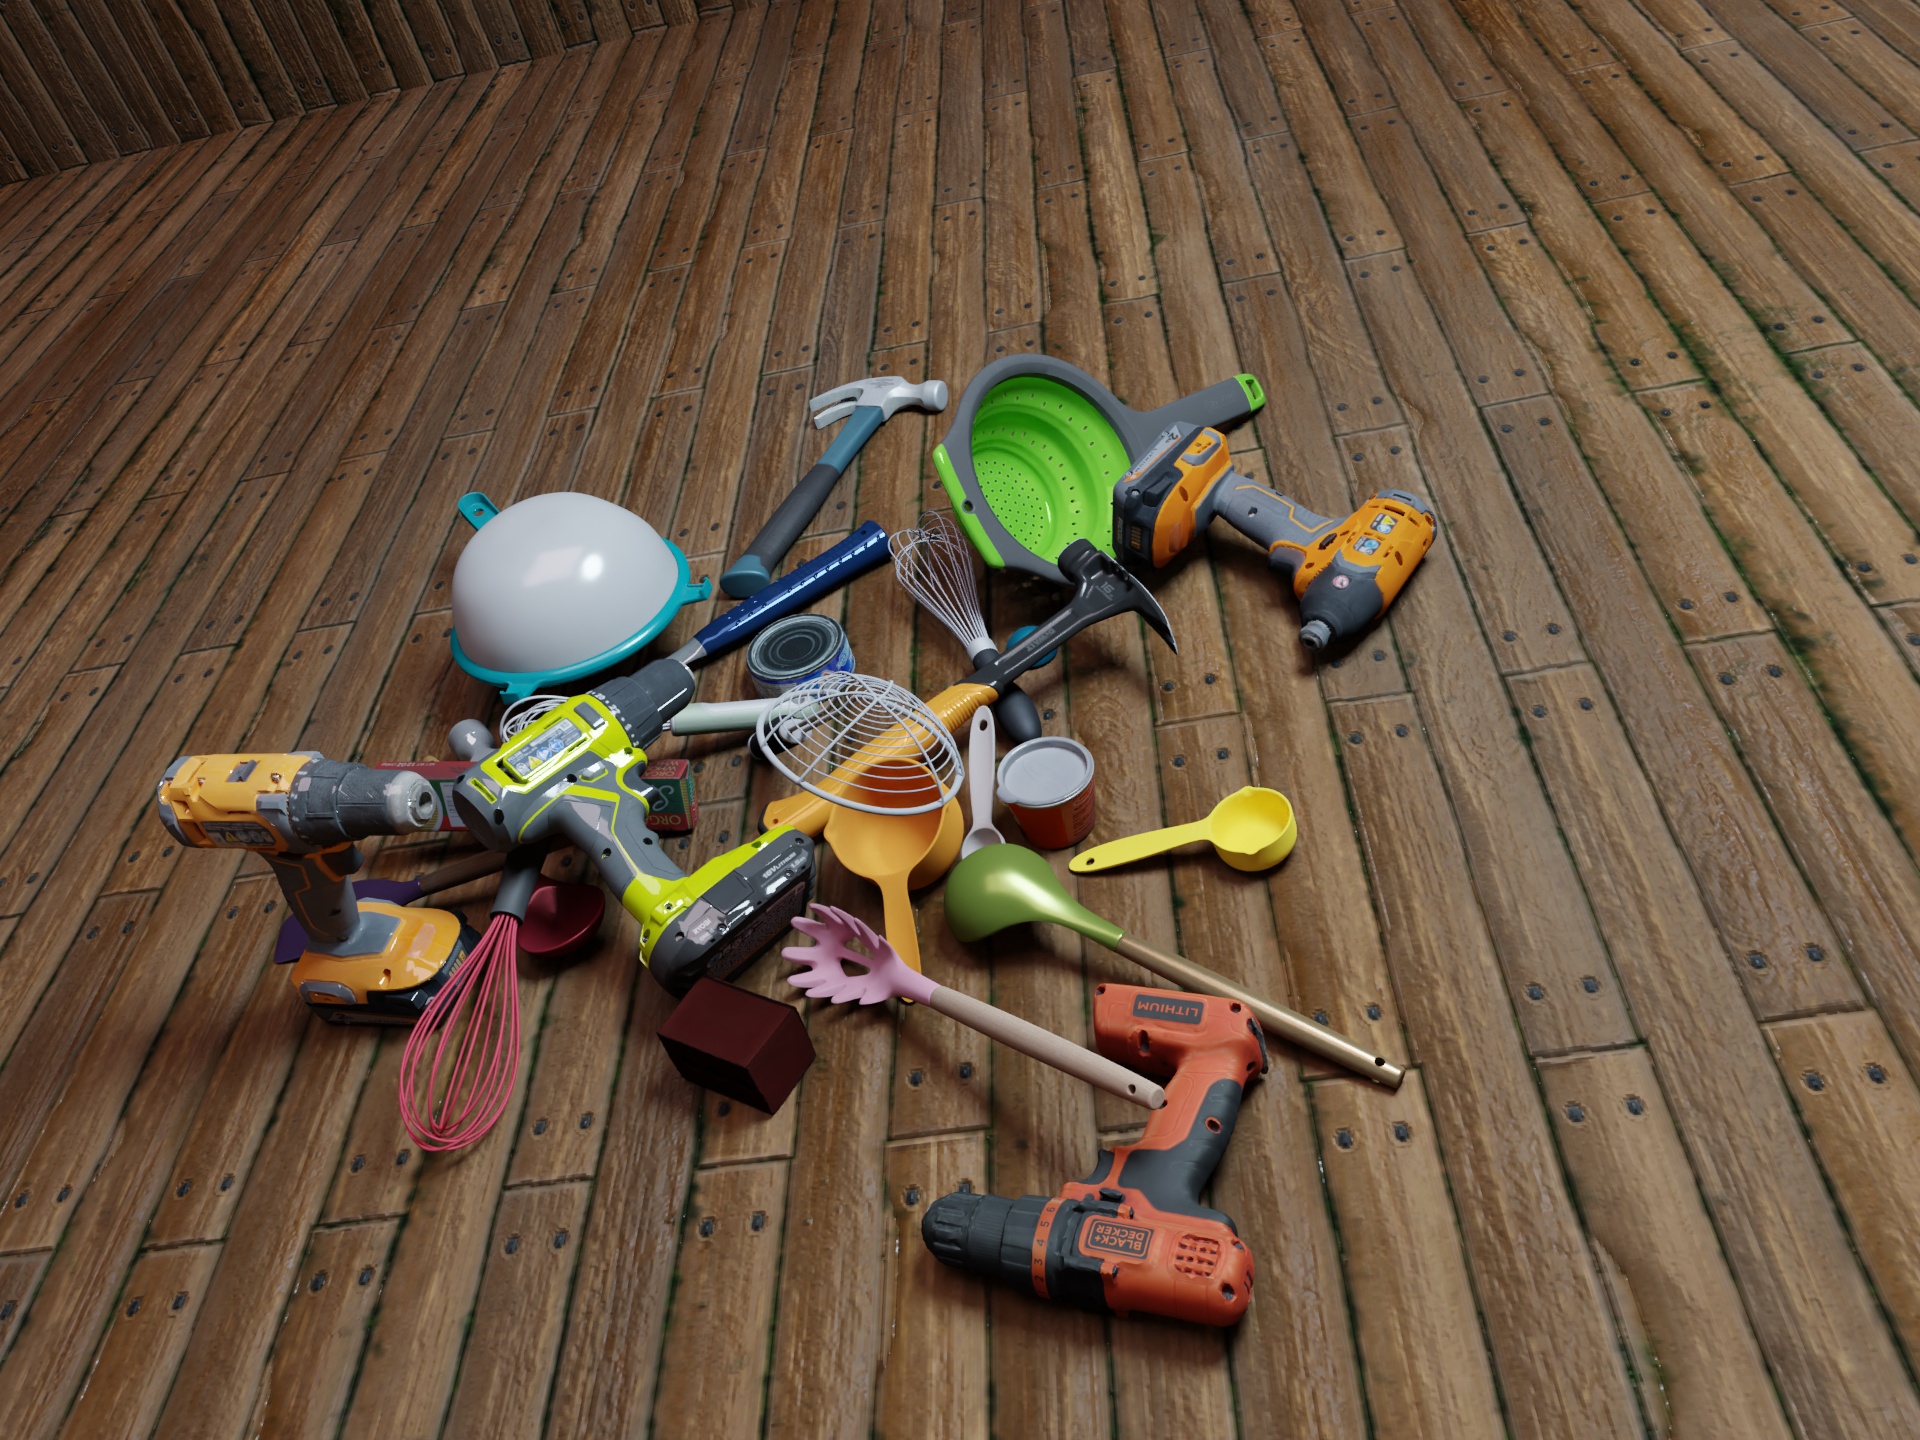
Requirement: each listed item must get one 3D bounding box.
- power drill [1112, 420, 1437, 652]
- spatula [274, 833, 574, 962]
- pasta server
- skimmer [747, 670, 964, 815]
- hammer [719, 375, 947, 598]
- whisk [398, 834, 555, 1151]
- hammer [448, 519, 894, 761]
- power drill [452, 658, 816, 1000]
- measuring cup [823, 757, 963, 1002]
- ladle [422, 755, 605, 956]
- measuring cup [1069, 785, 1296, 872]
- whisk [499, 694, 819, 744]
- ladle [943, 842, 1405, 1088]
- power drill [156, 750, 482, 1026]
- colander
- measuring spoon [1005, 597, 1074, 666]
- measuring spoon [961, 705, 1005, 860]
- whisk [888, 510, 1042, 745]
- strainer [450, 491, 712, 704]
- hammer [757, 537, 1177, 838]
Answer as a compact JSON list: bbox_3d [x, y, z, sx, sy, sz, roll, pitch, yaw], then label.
[{"bbox_3d":[0.233,-0.138,1.235,0.227,0.084,0.164,24,54,24],"label":"power drill"},{"bbox_3d":[-0.377,0.114,1.185,0.316,0.018,0.060,-19,45,12],"label":"spatula"},{"bbox_3d":[-0.002,0.174,0.957,0.316,0.040,0.060,14,87,49],"label":"pasta server"},{"bbox_3d":[-0.102,0.029,1.074,0.127,0.363,0.090,9,81,-18],"label":"skimmer"},{"bbox_3d":[-0.132,-0.228,1.510,0.128,0.033,0.331,8,46,25],"label":"hammer"},{"bbox_3d":[-0.317,0.153,1.088,0.073,0.073,0.296,-4,52,15],"label":"whisk"},{"bbox_3d":[-0.226,-0.054,1.342,0.405,0.035,0.144,-34,43,-19],"label":"hammer"},{"bbox_3d":[-0.209,0.065,1.103,0.229,0.080,0.190,40,58,19],"label":"power drill"},{"bbox_3d":[-0.036,0.113,1.087,0.095,0.052,0.174,-17,64,17],"label":"measuring cup"},{"bbox_3d":[-0.354,0.097,1.223,0.069,0.031,0.316,-35,42,-20],"label":"ladle"},{"bbox_3d":[0.150,0.087,1.071,0.156,0.029,0.062,-16,39,19],"label":"measuring cup"},{"bbox_3d":[-0.233,0.000,1.242,0.246,0.059,0.058,-5,27,-12],"label":"whisk"},{"bbox_3d":[0.124,0.157,0.991,0.320,0.062,0.078,23,53,29],"label":"ladle"},{"bbox_3d":[-0.404,0.110,1.069,0.185,0.226,0.084,-1,43,17],"label":"power drill"},{"bbox_3d":[0.117,-0.223,1.373,0.397,0.204,0.094,-28,1,-37],"label":"colander"},{"bbox_3d":[0.083,-0.088,1.287,0.042,0.021,0.128,23,53,37],"label":"measuring spoon"},{"bbox_3d":[0.019,0.049,1.120,0.034,0.018,0.124,-13,66,31],"label":"measuring spoon"},{"bbox_3d":[0.007,-0.073,1.275,0.070,0.070,0.285,-21,46,-5],"label":"whisk"},{"bbox_3d":[-0.376,-0.157,1.373,0.211,0.095,0.341,-32,44,-19],"label":"strainer"},{"bbox_3d":[-0.002,-0.004,1.172,0.337,0.034,0.127,-36,50,-7],"label":"hammer"}]
